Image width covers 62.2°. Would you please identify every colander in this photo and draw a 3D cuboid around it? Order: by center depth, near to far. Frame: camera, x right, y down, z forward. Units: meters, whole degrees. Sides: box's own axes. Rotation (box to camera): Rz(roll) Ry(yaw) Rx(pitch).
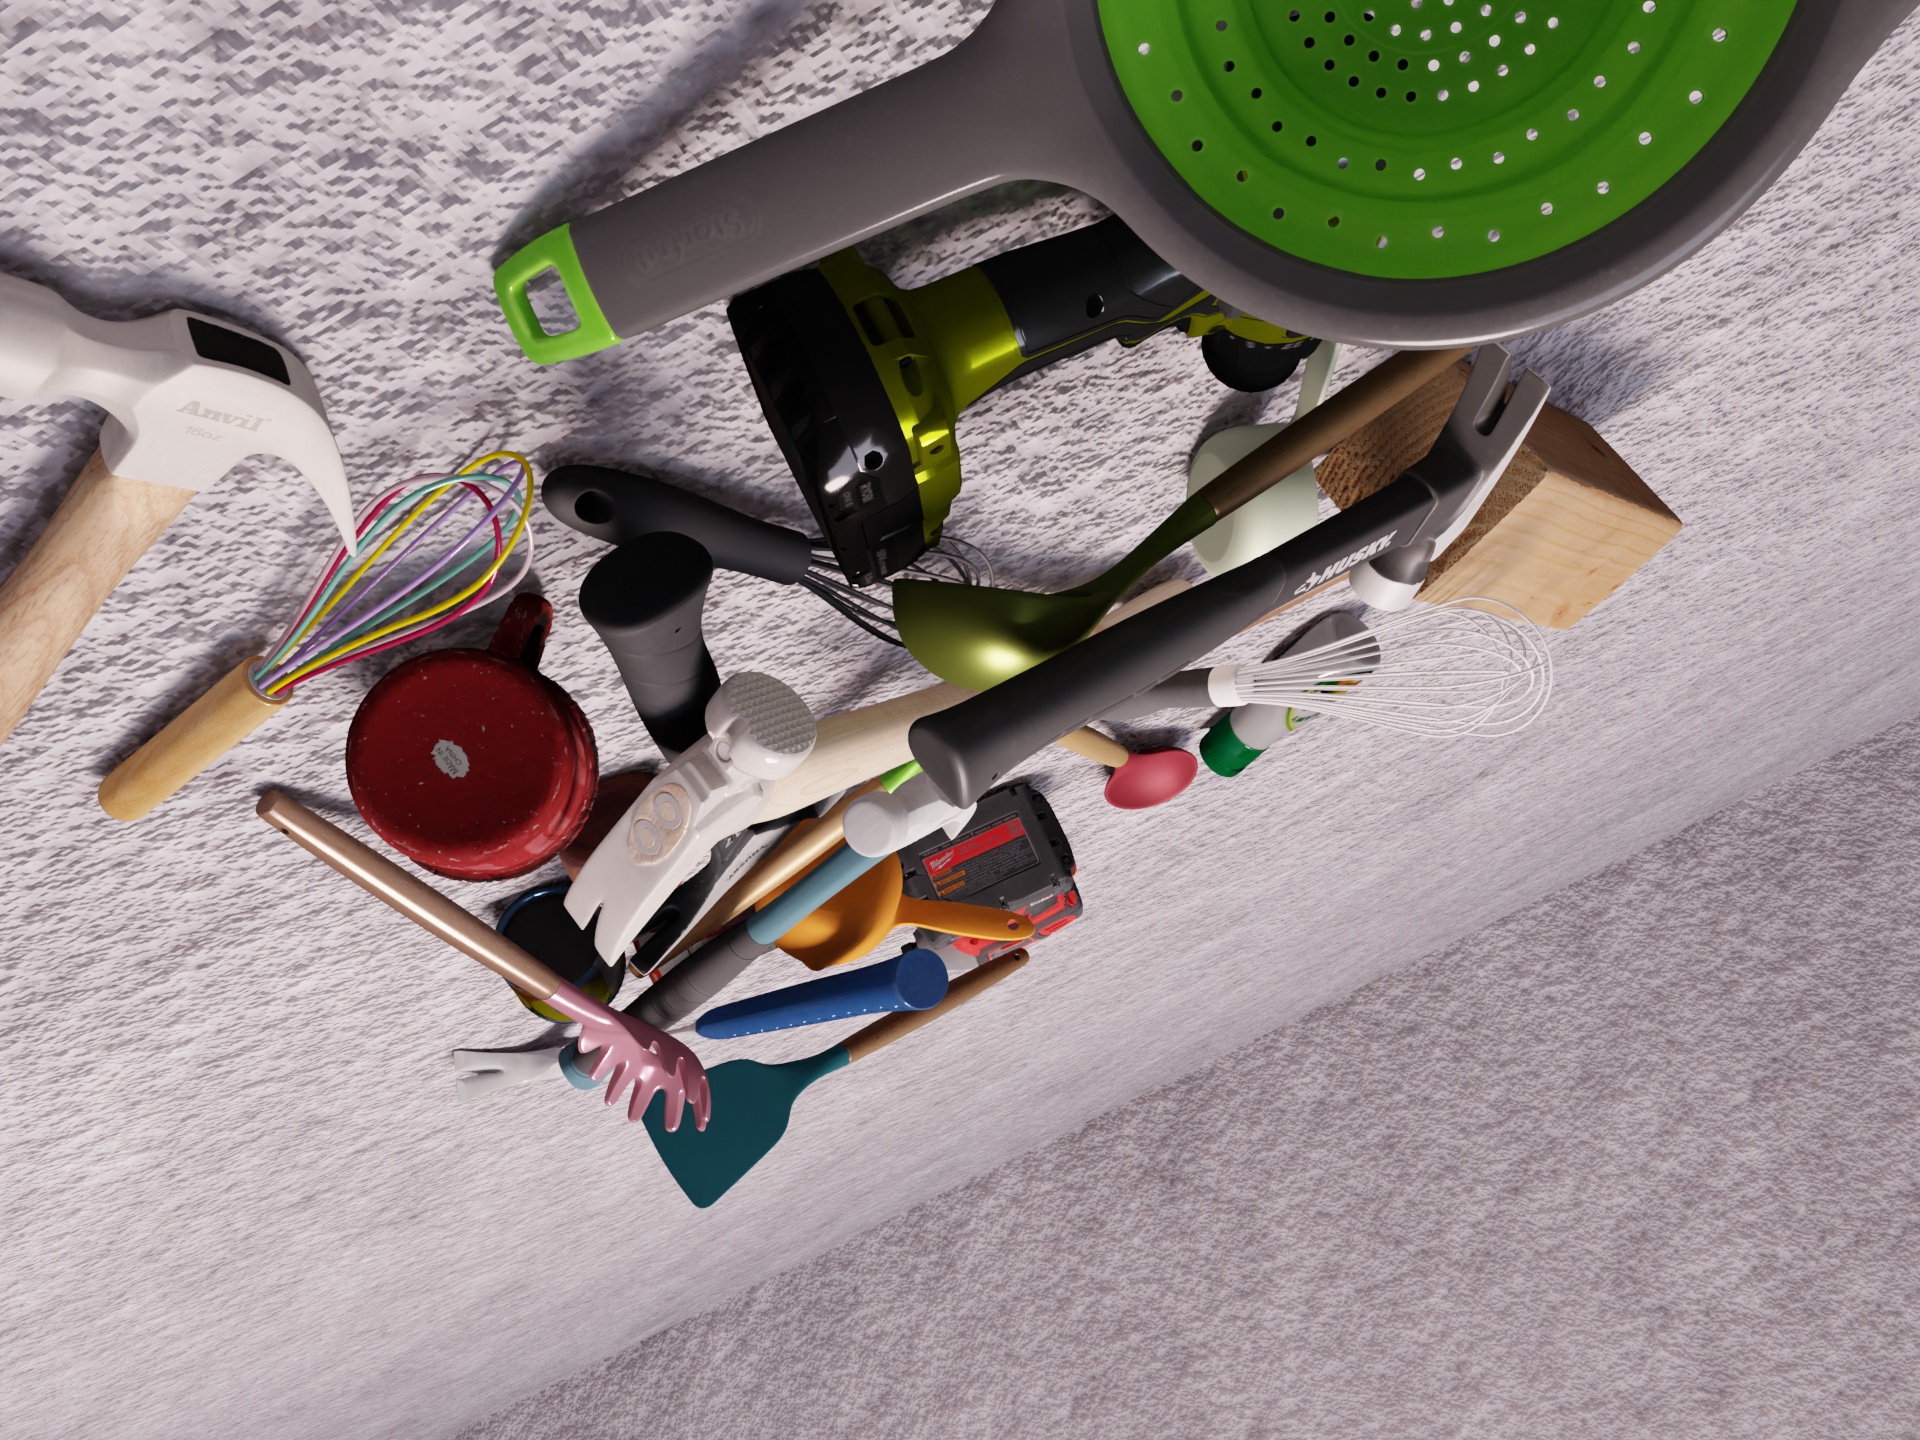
[{"bbox_3d":[0.050,-0.185,0.442,0.397,0.204,0.094,-16,-163,20],"label":"colander"}]

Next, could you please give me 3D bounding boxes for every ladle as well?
[{"bbox_3d":[0.113,-0.109,0.637,0.320,0.062,0.078,-34,-165,-13],"label":"ladle"},{"bbox_3d":[0.092,0.021,1.004,0.069,0.031,0.315,-31,163,13],"label":"ladle"}]

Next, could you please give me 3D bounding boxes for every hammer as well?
[{"bbox_3d":[-0.316,-0.015,0.524,0.331,0.031,0.130,-37,155,29],"label":"hammer"},{"bbox_3d":[0.111,-0.051,0.623,0.335,0.035,0.146,-28,155,-35],"label":"hammer"},{"bbox_3d":[-0.113,0.020,0.672,0.149,0.036,0.408,-45,170,-15],"label":"hammer"},{"bbox_3d":[-0.001,-0.002,0.732,0.146,0.038,0.410,-47,165,34],"label":"hammer"},{"bbox_3d":[-0.117,0.120,0.871,0.331,0.033,0.128,-38,171,29],"label":"hammer"},{"bbox_3d":[-0.168,0.196,1.006,0.405,0.035,0.144,-21,164,41],"label":"hammer"}]

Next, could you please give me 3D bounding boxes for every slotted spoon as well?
[{"bbox_3d":[-0.063,0.051,0.894,0.314,0.031,0.070,-36,162,7],"label":"slotted spoon"}]

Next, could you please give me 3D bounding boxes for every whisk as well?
[{"bbox_3d":[-0.237,-0.022,0.572,0.245,0.047,0.051,-31,174,25],"label":"whisk"},{"bbox_3d":[-0.068,-0.069,0.650,0.055,0.055,0.238,-38,150,30],"label":"whisk"},{"bbox_3d":[0.170,-0.022,0.837,0.285,0.070,0.070,-3,177,42],"label":"whisk"}]

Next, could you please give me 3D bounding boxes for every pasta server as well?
[{"bbox_3d":[-0.223,0.127,0.785,0.060,0.040,0.315,-9,142,29],"label":"pasta server"}]

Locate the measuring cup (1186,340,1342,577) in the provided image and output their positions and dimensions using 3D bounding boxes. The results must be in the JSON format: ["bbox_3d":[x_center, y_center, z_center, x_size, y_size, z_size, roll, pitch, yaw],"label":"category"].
[{"bbox_3d":[0.138,-0.131,0.713,0.038,0.083,0.167,-7,138,-14],"label":"measuring cup"}]

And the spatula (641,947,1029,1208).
[{"bbox_3d":[-0.067,0.220,1.084,0.317,0.082,0.044,-20,157,-42],"label":"spatula"}]

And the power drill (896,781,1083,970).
[{"bbox_3d":[0.016,0.128,1.142,0.143,0.079,0.219,-24,161,-4],"label":"power drill"}]

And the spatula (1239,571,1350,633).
[{"bbox_3d":[0.138,-0.049,0.944,0.316,0.018,0.059,-27,148,5],"label":"spatula"}]

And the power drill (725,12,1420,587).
[{"bbox_3d":[0.045,-0.137,0.569,0.228,0.080,0.190,-26,167,-4],"label":"power drill"}]

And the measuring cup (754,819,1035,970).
[{"bbox_3d":[-0.037,0.103,0.953,0.173,0.095,0.052,9,149,-3],"label":"measuring cup"}]
